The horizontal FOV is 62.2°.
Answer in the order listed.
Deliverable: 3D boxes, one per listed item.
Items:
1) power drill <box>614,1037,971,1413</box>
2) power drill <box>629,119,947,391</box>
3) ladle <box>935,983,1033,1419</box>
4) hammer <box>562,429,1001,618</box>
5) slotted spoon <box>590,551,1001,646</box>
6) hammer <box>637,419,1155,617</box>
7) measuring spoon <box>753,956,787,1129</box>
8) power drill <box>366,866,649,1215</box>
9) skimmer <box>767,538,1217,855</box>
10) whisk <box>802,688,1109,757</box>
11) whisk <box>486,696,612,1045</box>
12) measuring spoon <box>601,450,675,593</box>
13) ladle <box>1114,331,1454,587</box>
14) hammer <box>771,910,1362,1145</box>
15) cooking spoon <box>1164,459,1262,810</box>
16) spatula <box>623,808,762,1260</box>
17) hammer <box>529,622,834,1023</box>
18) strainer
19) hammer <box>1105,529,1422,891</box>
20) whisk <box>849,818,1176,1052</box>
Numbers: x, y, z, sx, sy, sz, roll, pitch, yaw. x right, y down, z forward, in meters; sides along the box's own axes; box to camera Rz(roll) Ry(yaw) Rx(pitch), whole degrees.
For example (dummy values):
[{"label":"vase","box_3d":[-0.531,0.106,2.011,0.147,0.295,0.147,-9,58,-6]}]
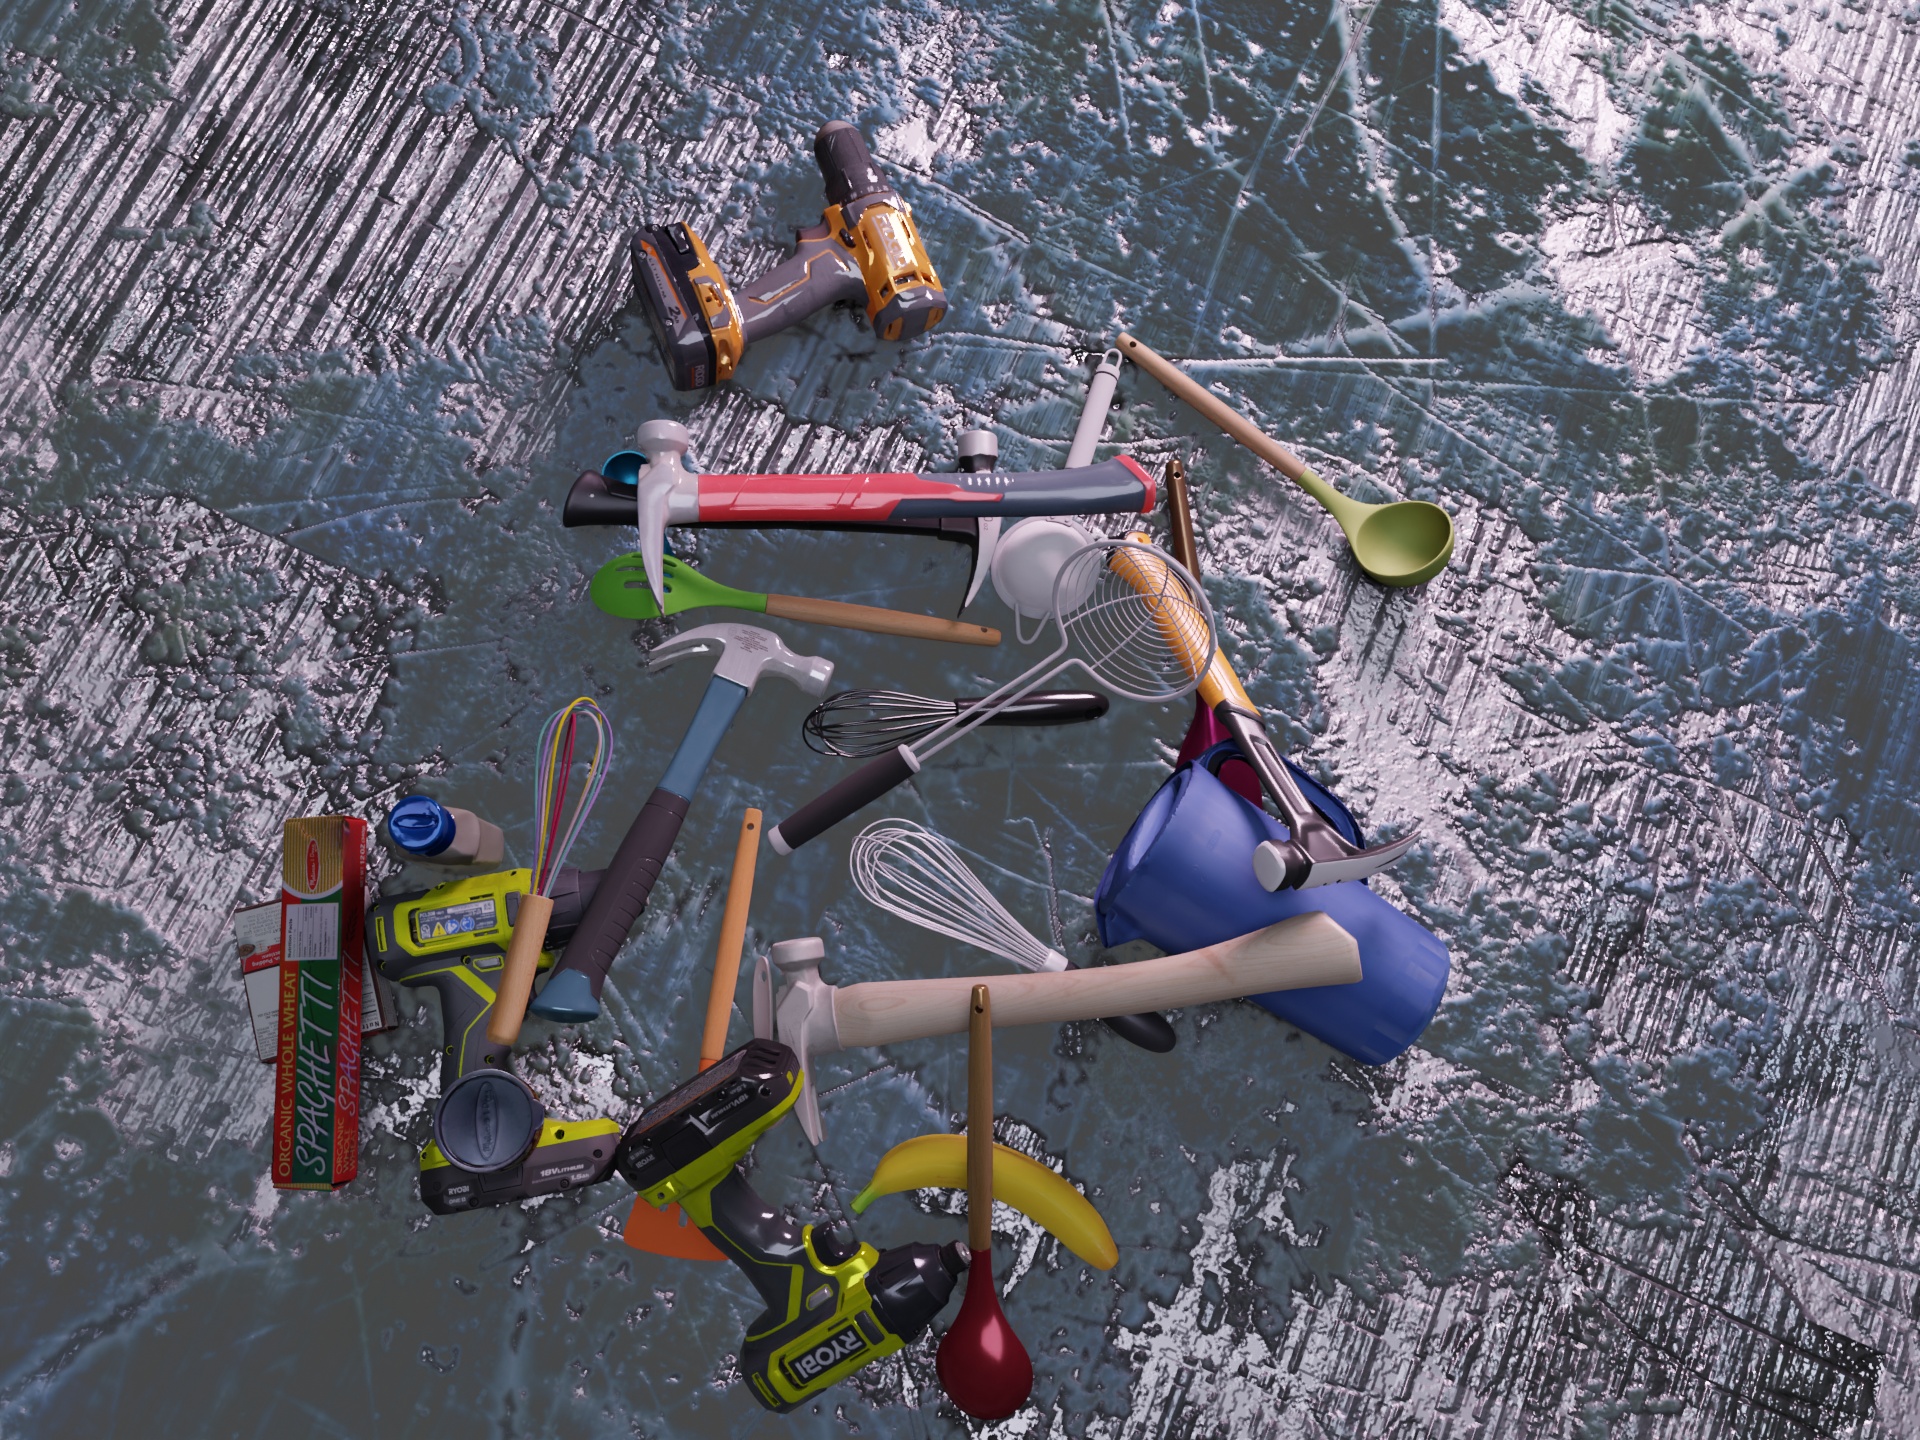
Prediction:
[{"label":"power drill","box_3d":[-0.113,0.337,1.077,0.171,0.080,0.223,-33,96,6]},{"label":"power drill","box_3d":[-0.143,-0.370,1.254,0.226,0.084,0.185,-20,80,-13]},{"label":"ladle","box_3d":[0.015,0.337,1.096,0.069,0.031,0.315,0,95,10]},{"label":"hammer","box_3d":[-0.133,-0.155,1.220,0.334,0.035,0.146,1,78,-10]},{"label":"slotted spoon","box_3d":[-0.122,-0.087,1.211,0.313,0.031,0.070,8,48,-10]},{"label":"hammer","box_3d":[-0.044,-0.153,1.189,0.386,0.038,0.143,-2,78,-8]},{"label":"measuring spoon","box_3d":[-0.137,0.234,1.158,0.018,0.034,0.124,12,67,-43]},{"label":"power drill","box_3d":[-0.304,0.216,1.117,0.190,0.080,0.229,-10,77,-7]},{"label":"skimmer","box_3d":[0.012,0.000,1.133,0.363,0.090,0.127,-33,99,7]},{"label":"whisk","box_3d":[-0.002,-0.003,1.208,0.239,0.055,0.055,-4,79,-11]},{"label":"whisk","box_3d":[-0.289,0.100,1.095,0.051,0.047,0.245,13,74,-7]},{"label":"measuring spoon","box_3d":[-0.241,-0.146,1.232,0.042,0.021,0.128,-21,90,-12]},{"label":"ladle","box_3d":[0.254,-0.217,1.271,0.320,0.062,0.078,38,77,6]},{"label":"hammer","box_3d":[0.070,0.201,1.104,0.410,0.038,0.146,-10,84,13]},{"label":"cooking spoon","box_3d":[0.188,-0.052,1.248,0.068,0.017,0.319,-5,80,-7]},{"label":"spatula","box_3d":[-0.177,0.223,1.155,0.081,0.041,0.323,9,73,-2]},{"label":"hammer","box_3d":[-0.211,0.067,1.137,0.128,0.033,0.331,23,61,0]},{"label":"strainer","box_3d":[0.085,-0.185,1.257,0.087,0.050,0.258,15,73,13]},{"label":"hammer","box_3d":[0.200,-0.020,1.164,0.127,0.034,0.337,-6,50,-27]},{"label":"whisk","box_3d":[0.040,0.164,1.170,0.284,0.070,0.070,33,77,-3]}]
